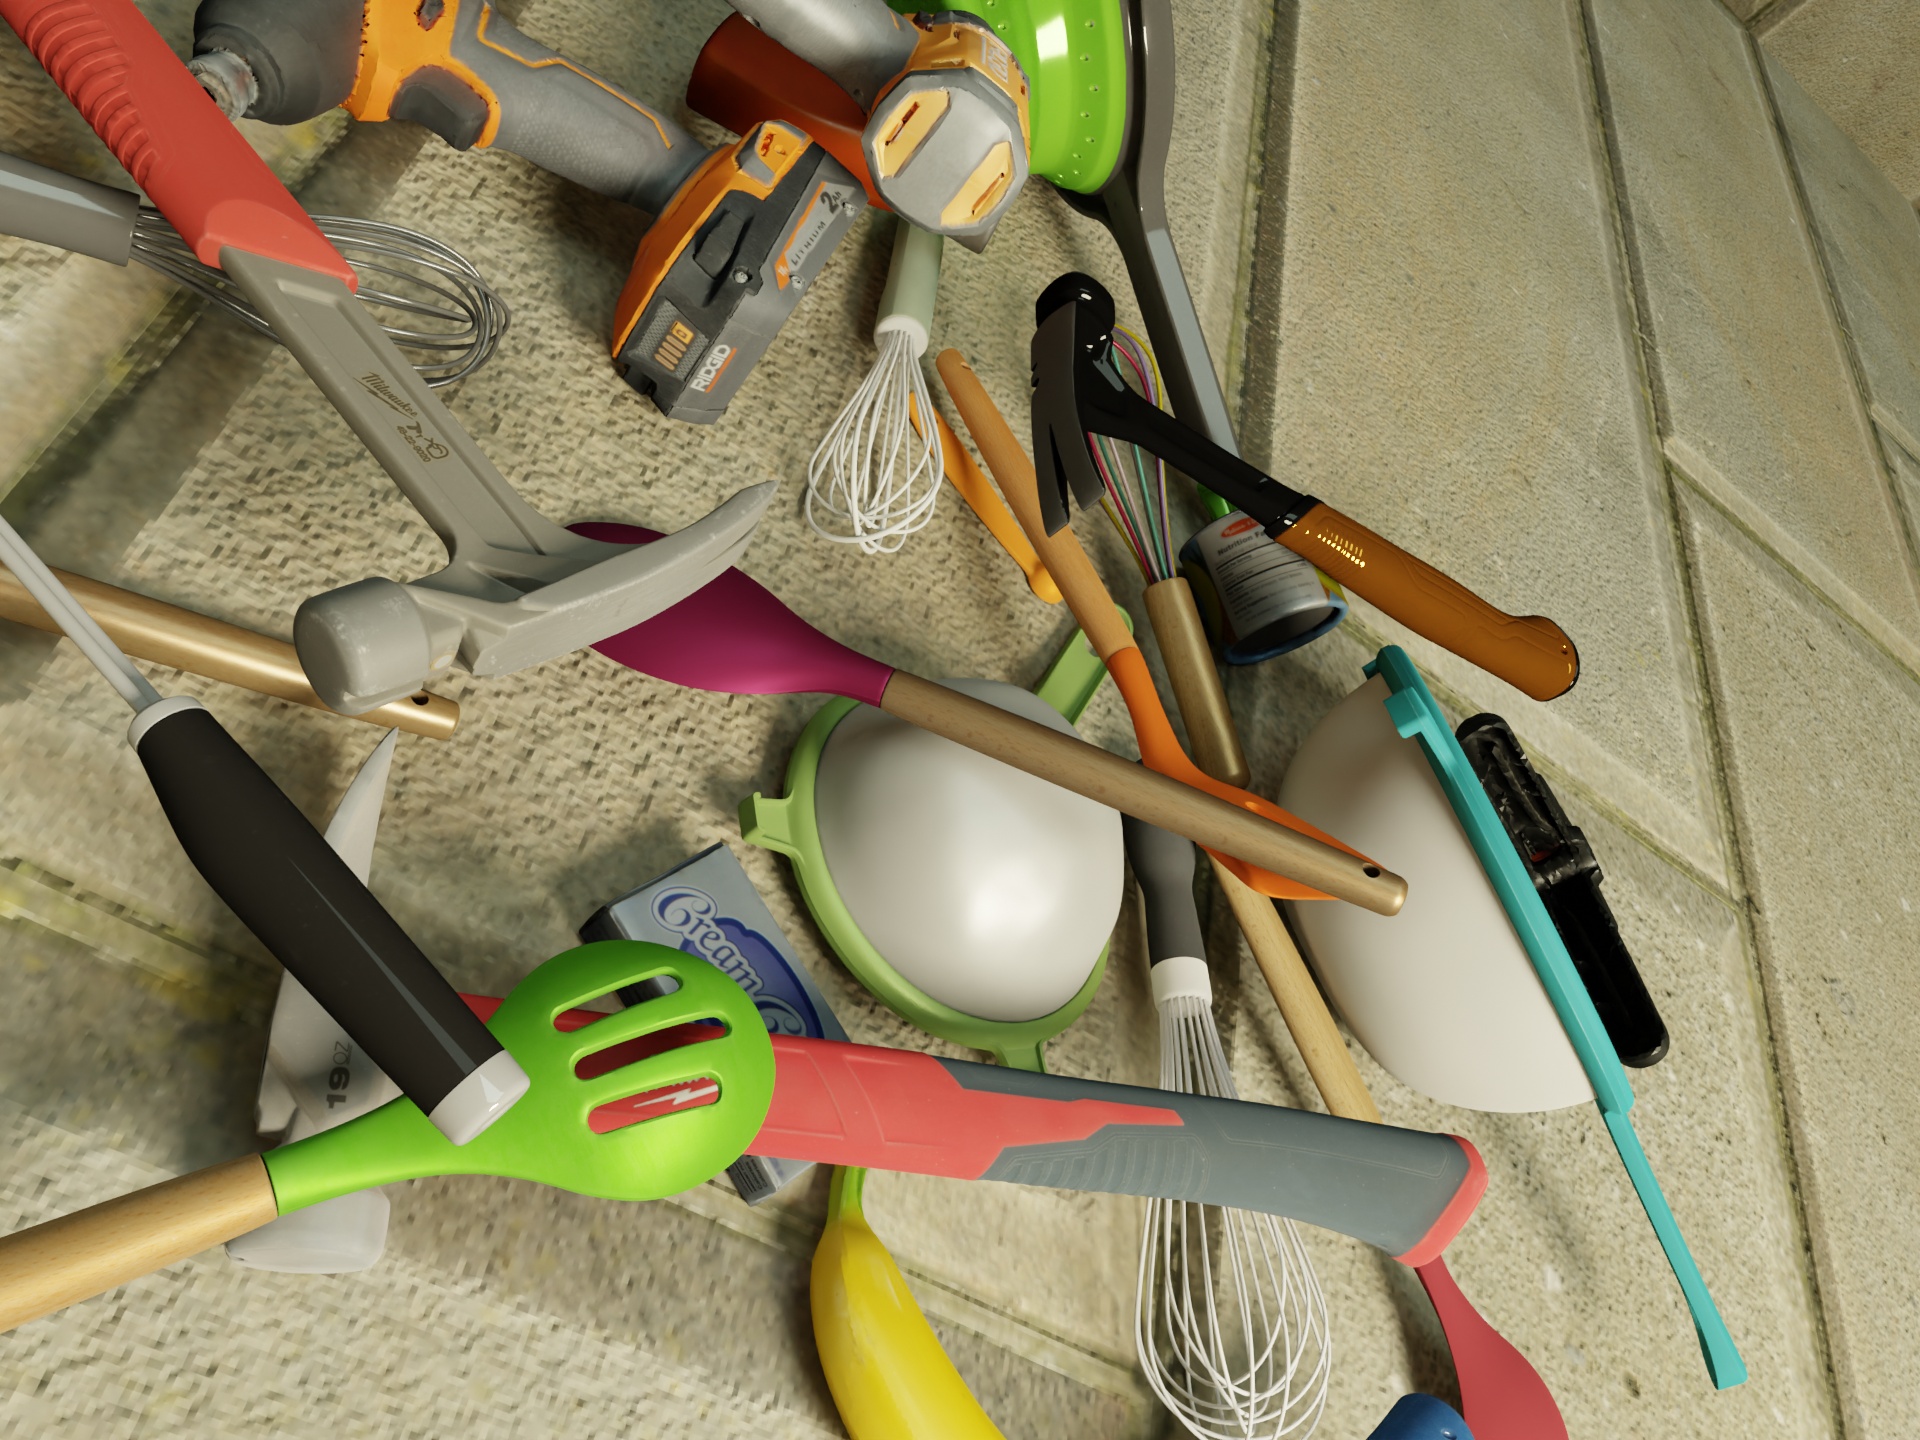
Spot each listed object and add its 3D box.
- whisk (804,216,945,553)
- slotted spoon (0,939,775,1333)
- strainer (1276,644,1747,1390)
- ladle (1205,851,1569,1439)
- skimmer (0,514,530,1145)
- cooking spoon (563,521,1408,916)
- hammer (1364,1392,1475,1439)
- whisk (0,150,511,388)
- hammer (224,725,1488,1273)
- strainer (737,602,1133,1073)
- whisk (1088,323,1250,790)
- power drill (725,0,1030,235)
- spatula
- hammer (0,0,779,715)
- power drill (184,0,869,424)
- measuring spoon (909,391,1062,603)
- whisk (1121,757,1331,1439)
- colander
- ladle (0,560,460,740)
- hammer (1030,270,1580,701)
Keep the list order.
[{"bbox_3d":[-0.028,-0.163,0.703,0.057,0.059,0.247,66,22,-45],"label":"whisk"},{"bbox_3d":[-0.179,0.115,0.351,0.313,0.031,0.070,-16,69,-31],"label":"slotted spoon"},{"bbox_3d":[0.218,0.138,0.673,0.340,0.095,0.211,64,13,0],"label":"strainer"},{"bbox_3d":[0.168,0.179,0.634,0.069,0.031,0.315,-19,82,-50],"label":"ladle"},{"bbox_3d":[-0.207,-0.063,0.378,0.363,0.090,0.127,48,2,5],"label":"skimmer"},{"bbox_3d":[-0.001,-0.002,0.540,0.319,0.017,0.069,23,44,6],"label":"cooking spoon"},{"bbox_3d":[0.019,0.287,0.409,0.405,0.035,0.144,-17,90,-42],"label":"hammer"},{"bbox_3d":[-0.259,-0.152,0.494,0.238,0.055,0.055,11,56,-31],"label":"whisk"},{"bbox_3d":[-0.003,0.106,0.488,0.386,0.038,0.143,12,60,-21],"label":"hammer"},{"bbox_3d":[0.036,0.010,0.619,0.151,0.069,0.256,45,41,-8],"label":"strainer"},{"bbox_3d":[0.091,-0.082,0.731,0.047,0.051,0.245,-6,70,-25],"label":"whisk"},{"bbox_3d":[-0.065,-0.299,0.633,0.226,0.084,0.186,34,29,-19],"label":"power drill"},{"bbox_3d":[0.061,-0.049,0.642,0.081,0.041,0.323,3,48,-40],"label":"spatula"},{"bbox_3d":[-0.214,-0.161,0.471,0.359,0.036,0.149,49,45,11],"label":"hammer"},{"bbox_3d":[-0.161,-0.214,0.594,0.226,0.084,0.164,35,46,-13],"label":"power drill"},{"bbox_3d":[0.013,-0.102,0.718,0.117,0.011,0.021,54,42,1],"label":"measuring spoon"},{"bbox_3d":[0.087,0.131,0.603,0.070,0.070,0.285,22,45,-29],"label":"whisk"},{"bbox_3d":[0.048,-0.269,0.798,0.094,0.204,0.397,-19,92,-12],"label":"colander"},{"bbox_3d":[-0.276,-0.053,0.403,0.320,0.062,0.078,21,44,-34],"label":"ladle"},{"bbox_3d":[0.169,-0.076,0.722,0.336,0.034,0.127,24,50,-29],"label":"hammer"}]
